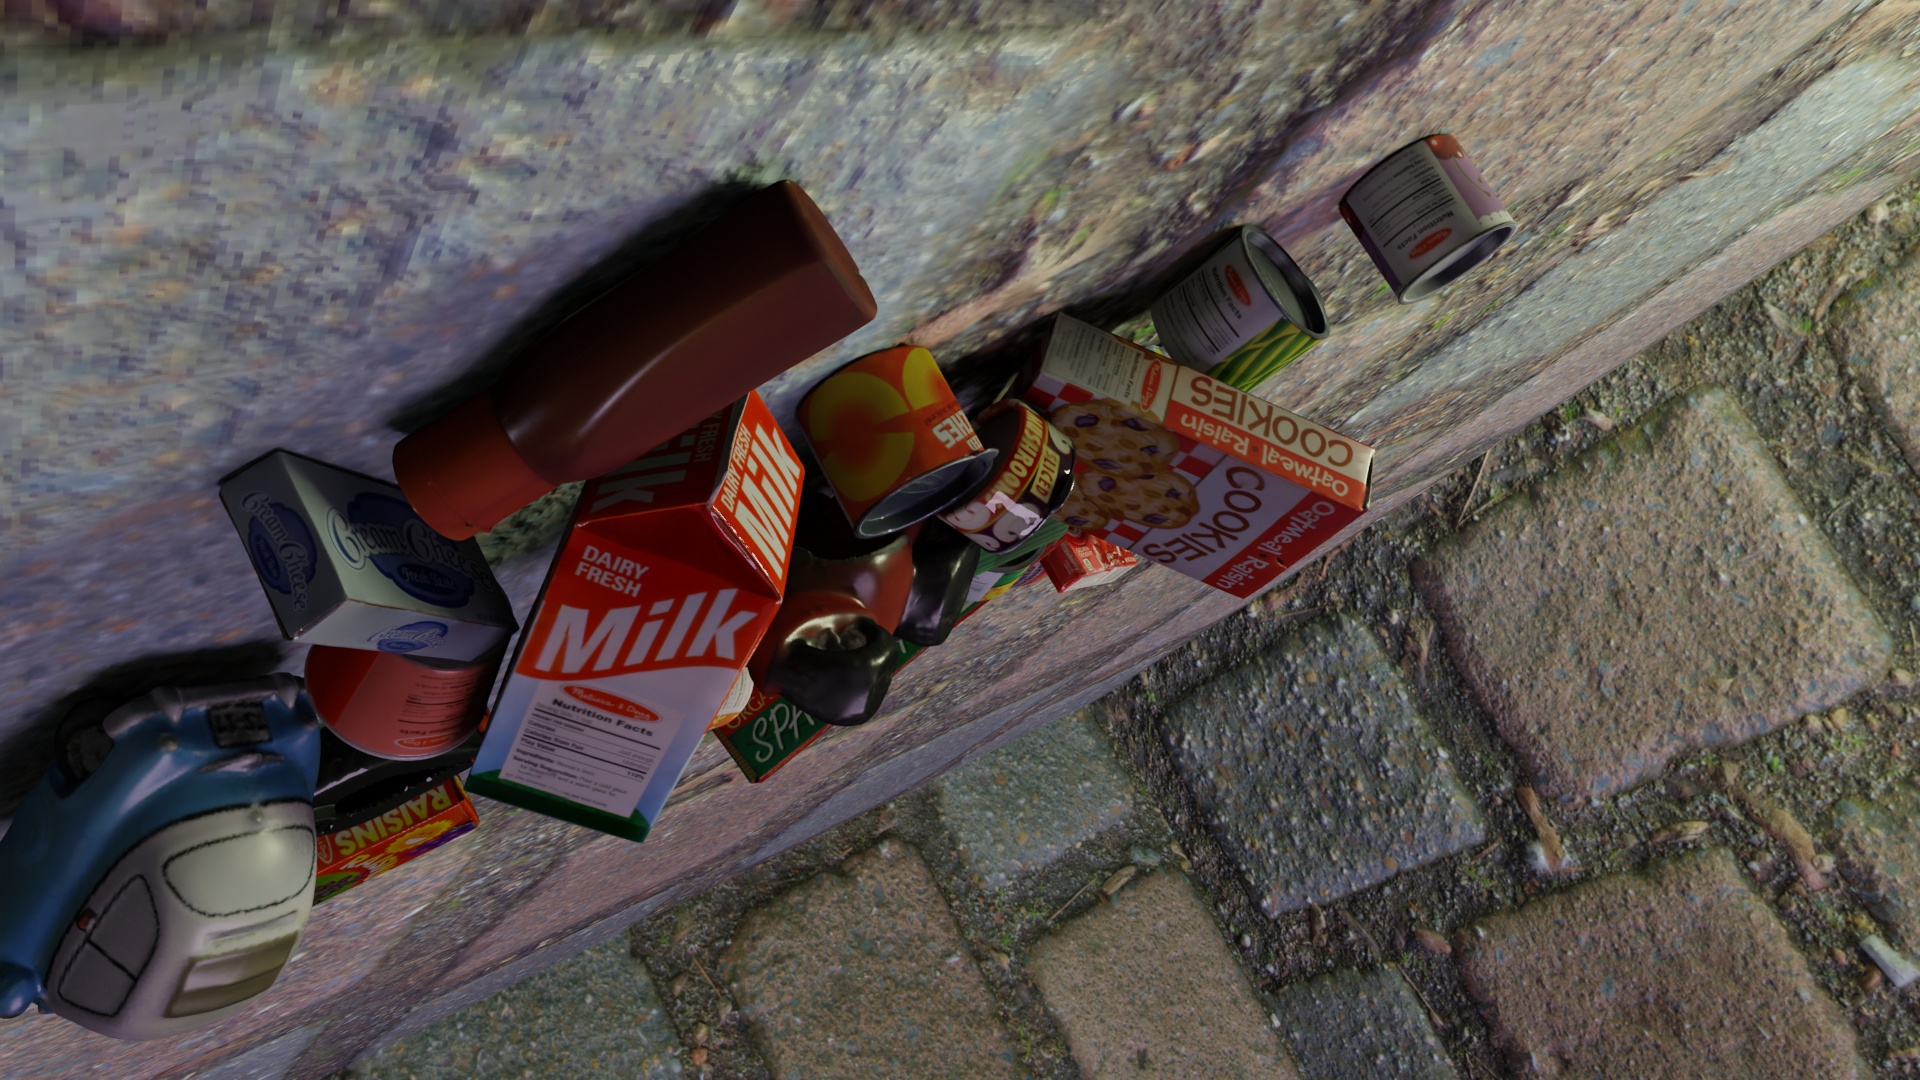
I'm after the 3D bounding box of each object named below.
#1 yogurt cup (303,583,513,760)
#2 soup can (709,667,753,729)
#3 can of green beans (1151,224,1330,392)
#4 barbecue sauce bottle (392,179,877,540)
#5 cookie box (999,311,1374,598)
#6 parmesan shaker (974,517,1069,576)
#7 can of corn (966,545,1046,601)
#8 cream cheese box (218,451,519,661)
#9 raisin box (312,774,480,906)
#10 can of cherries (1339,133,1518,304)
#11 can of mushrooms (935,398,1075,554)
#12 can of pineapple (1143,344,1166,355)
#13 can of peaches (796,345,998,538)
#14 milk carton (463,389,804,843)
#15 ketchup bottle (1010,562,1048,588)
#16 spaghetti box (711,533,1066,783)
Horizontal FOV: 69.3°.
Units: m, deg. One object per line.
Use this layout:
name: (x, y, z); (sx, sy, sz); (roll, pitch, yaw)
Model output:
yogurt cup: (-0.203, 0.040, 0.519); (0.072, 0.072, 0.053); (-15, 154, -49)
soup can: (-0.163, 0.075, 0.754); (0.071, 0.071, 0.084); (-33, 168, 17)
can of green beans: (0.135, -0.108, 0.670); (0.057, 0.071, 0.071); (-36, 166, 32)
barbecue sauce bottle: (-0.100, -0.051, 0.421); (0.148, 0.044, 0.065); (-30, 168, 7)
cookie box: (0.100, -0.036, 0.691); (0.122, 0.167, 0.040); (127, -16, -62)
parmesan shaker: (0.003, -0.010, 0.765); (0.103, 0.071, 0.071); (-24, 167, -24)
can of corn: (0.015, -0.004, 0.837); (0.071, 0.071, 0.058); (-24, 168, -23)
cream cheese box: (-0.185, 0.008, 0.445); (0.024, 0.053, 0.103); (-32, 168, 4)
raisin box: (-0.343, 0.169, 0.790); (0.124, 0.040, 0.085); (-25, 167, -20)
can of cherries: (0.236, -0.162, 0.702); (0.071, 0.058, 0.071); (-28, 167, -7)
can of mushrooms: (0.020, -0.030, 0.635); (0.070, 0.033, 0.071); (-40, -151, 28)
can of pineapple: (0.098, -0.068, 0.776); (0.071, 0.058, 0.071); (-28, 168, -6)
can of peaches: (-0.027, -0.043, 0.589); (0.071, 0.058, 0.071); (-28, 167, -7)
milk carton: (-0.112, 0.020, 0.500); (0.073, 0.073, 0.189); (22, 128, -16)
ketchup bottle: (0.015, 0.015, 0.969); (0.064, 0.043, 0.149); (-36, 166, 32)
spaghetti box: (-0.044, 0.055, 0.865); (0.251, 0.050, 0.028); (-38, 170, -14)
